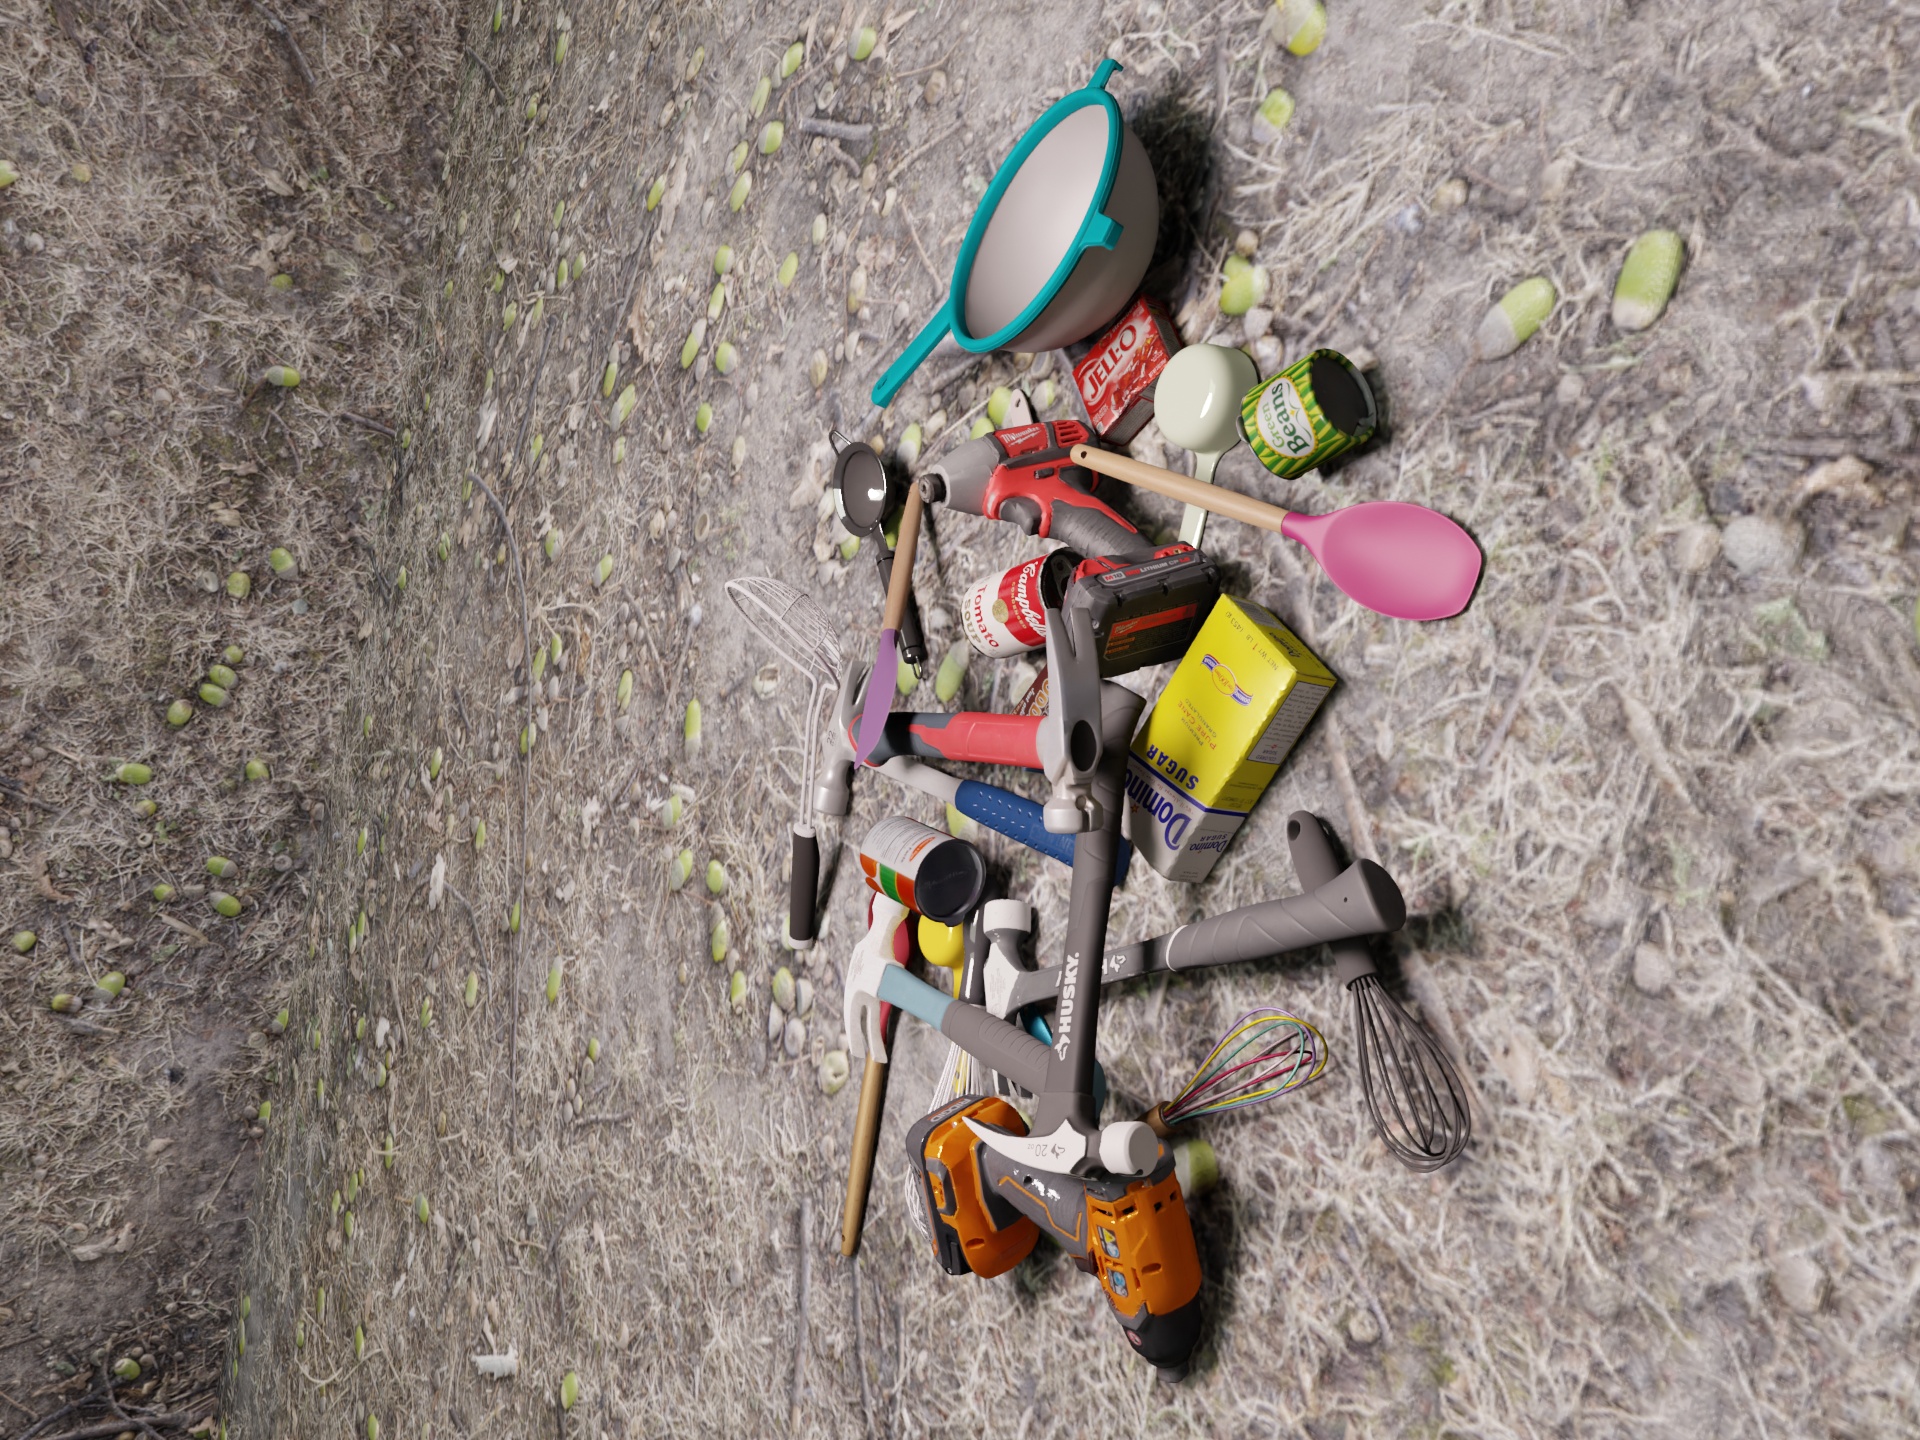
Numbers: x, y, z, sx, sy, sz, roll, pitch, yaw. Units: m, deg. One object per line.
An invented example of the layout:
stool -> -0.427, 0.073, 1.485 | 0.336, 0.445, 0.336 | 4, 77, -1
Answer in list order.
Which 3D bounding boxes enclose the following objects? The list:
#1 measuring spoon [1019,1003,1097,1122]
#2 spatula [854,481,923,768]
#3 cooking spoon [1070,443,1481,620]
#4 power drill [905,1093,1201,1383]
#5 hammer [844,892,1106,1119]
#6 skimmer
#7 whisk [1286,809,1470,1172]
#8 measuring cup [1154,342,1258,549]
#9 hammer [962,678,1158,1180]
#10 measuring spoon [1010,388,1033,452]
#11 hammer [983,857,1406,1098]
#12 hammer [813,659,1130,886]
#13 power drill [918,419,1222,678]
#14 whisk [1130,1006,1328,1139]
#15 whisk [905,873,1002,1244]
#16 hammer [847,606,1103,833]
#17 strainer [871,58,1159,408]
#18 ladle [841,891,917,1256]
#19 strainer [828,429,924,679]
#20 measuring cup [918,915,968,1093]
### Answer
measuring spoon -> 0.062, 0.254, 1.172 | 0.042, 0.021, 0.129 | -57, 42, 30
spatula -> -0.053, -0.091, 1.316 | 0.059, 0.018, 0.316 | -48, 25, 43
cooking spoon -> 0.192, -0.135, 1.033 | 0.319, 0.017, 0.068 | 27, 105, 39
power drill -> 0.069, 0.349, 1.080 | 0.226, 0.084, 0.164 | 0, 107, 51
hammer -> 0.002, 0.221, 1.168 | 0.331, 0.033, 0.128 | 14, 85, 59
skimmer -> -0.157, 0.048, 1.382 | 0.127, 0.090, 0.363 | 31, 124, 44
whisk -> 0.238, 0.151, 0.936 | 0.055, 0.055, 0.239 | -48, 43, 37
measuring cup -> 0.160, -0.183, 1.119 | 0.083, 0.038, 0.167 | 17, 98, 54
hammer -> 0.080, 0.128, 1.044 | 0.146, 0.035, 0.335 | -16, 58, 46
measuring spoon -> 0.061, -0.226, 1.292 | 0.034, 0.018, 0.124 | -49, 40, 37
hammer -> 0.132, 0.158, 1.046 | 0.409, 0.036, 0.149 | -28, 55, 54
hammer -> -0.003, 0.053, 1.295 | 0.406, 0.035, 0.144 | 20, 99, 54
power drill -> 0.072, -0.131, 1.128 | 0.220, 0.143, 0.078 | 55, 148, 36
whisk -> 0.153, 0.253, 1.037 | 0.245, 0.047, 0.051 | -47, 35, 43
whisk -> 0.004, 0.260, 1.229 | 0.070, 0.070, 0.285 | -7, 72, 53
hammer -> -0.002, -0.004, 1.170 | 0.386, 0.038, 0.143 | -177, 84, -66
strainer -> 0.051, -0.334, 1.254 | 0.340, 0.095, 0.211 | -38, 40, 47
ladle -> -0.073, 0.298, 1.346 | 0.069, 0.031, 0.315 | 11, 94, 57
strainer -> -0.067, -0.150, 1.426 | 0.087, 0.050, 0.259 | -43, 56, 48
measuring cup -> -0.010, 0.219, 1.272 | 0.062, 0.029, 0.157 | -21, 64, 50
